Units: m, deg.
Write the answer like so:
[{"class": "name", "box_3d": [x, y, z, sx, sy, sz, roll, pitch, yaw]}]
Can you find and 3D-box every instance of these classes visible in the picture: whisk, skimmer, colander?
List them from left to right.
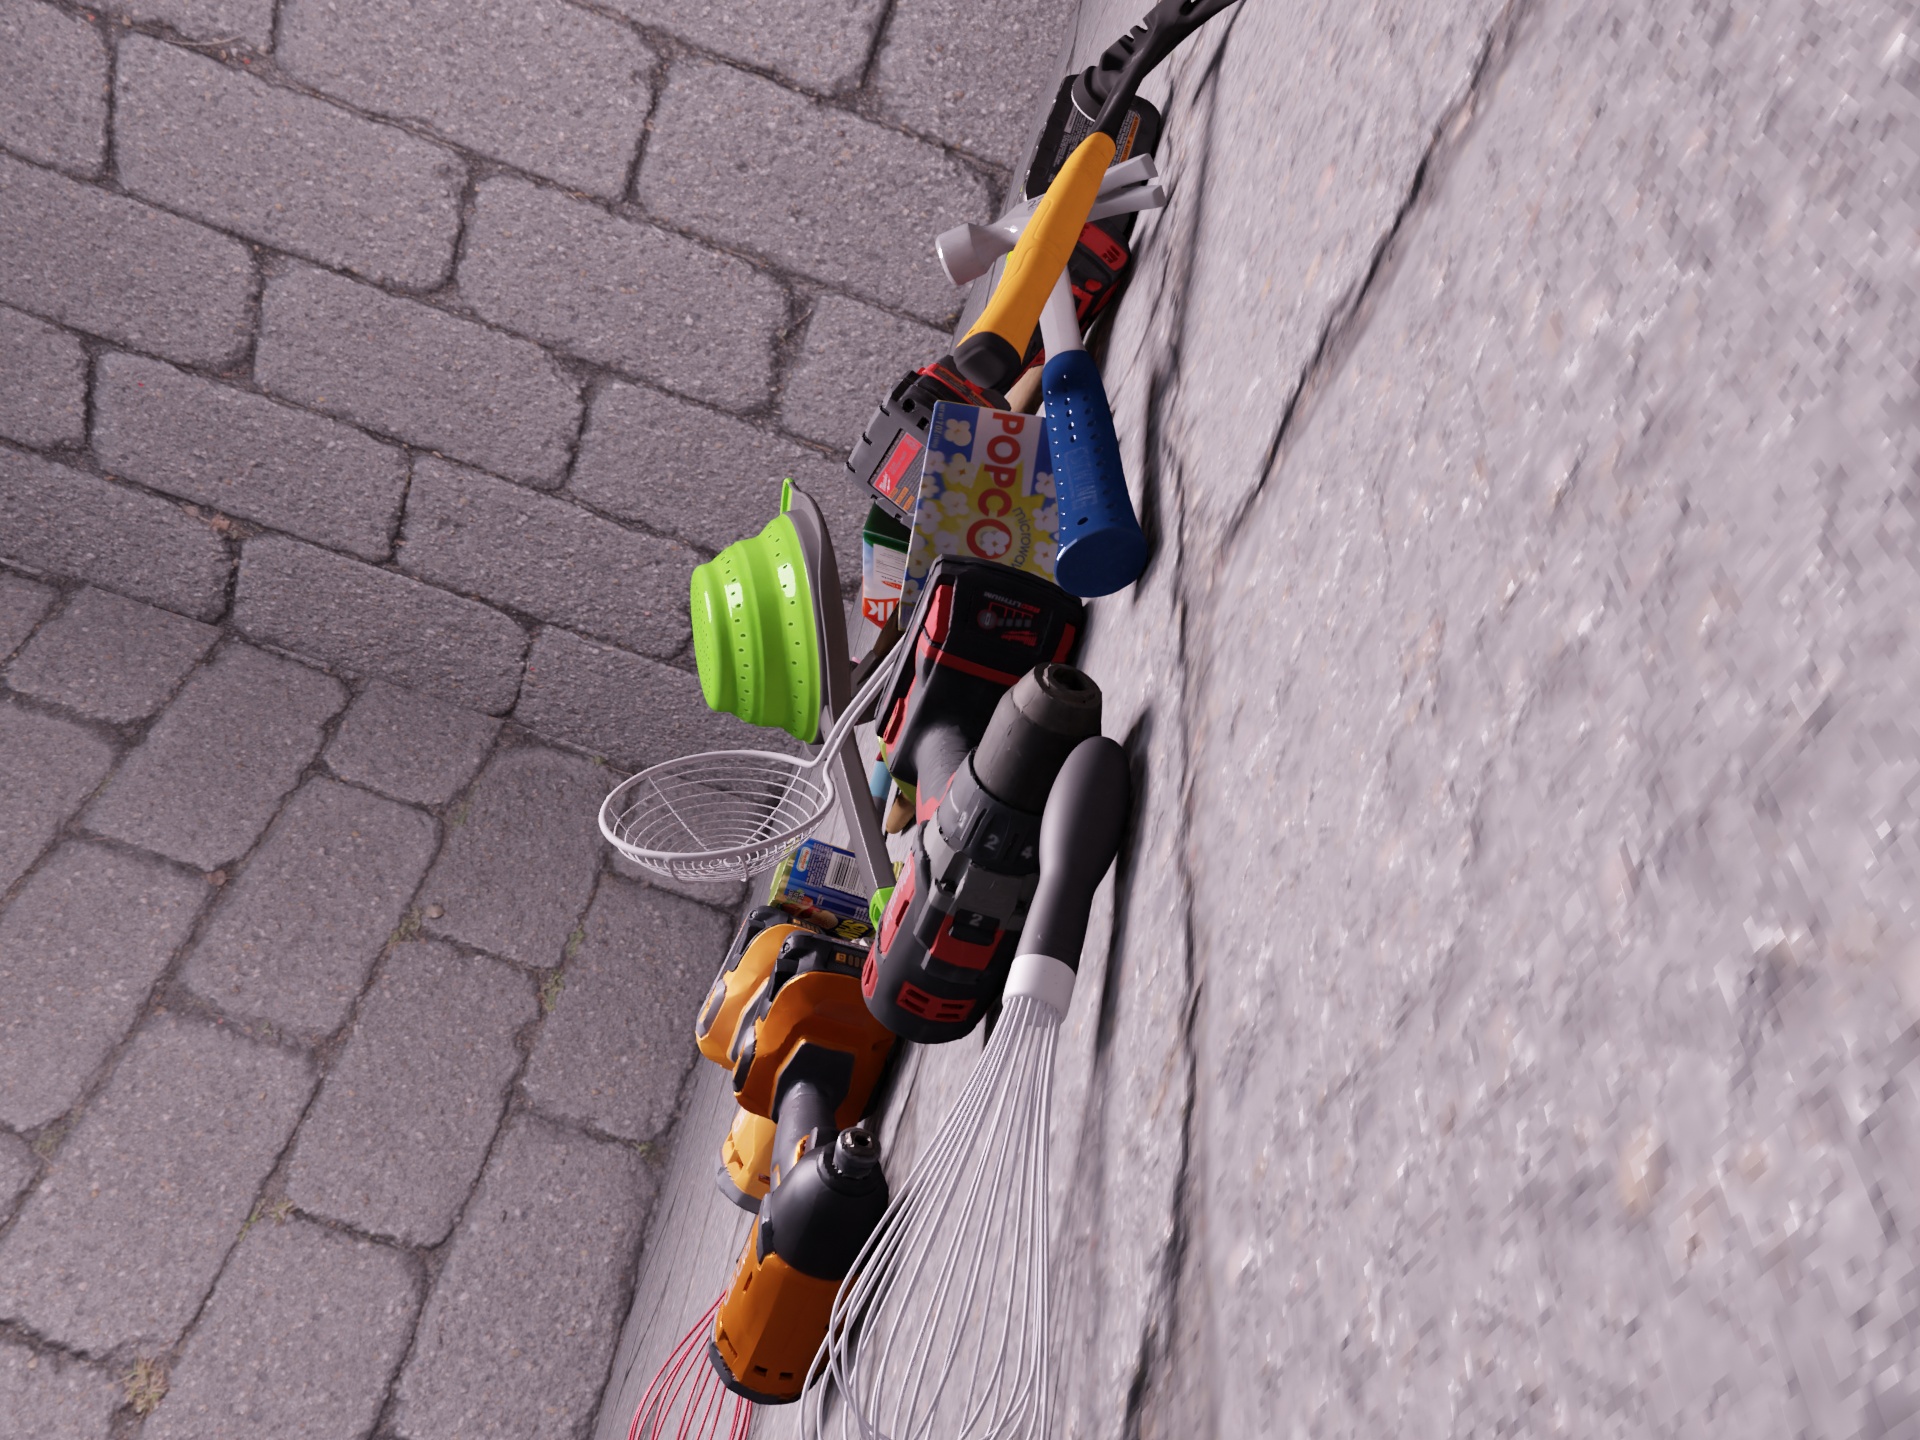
[{"class": "whisk", "box_3d": [-0.144, 0.377, 1.043, 0.073, 0.073, 0.296, 117, 175, -49]}, {"class": "colander", "box_3d": [-0.129, -0.002, 1.151, 0.204, 0.094, 0.398, 103, 155, -51]}, {"class": "skimmer", "box_3d": [-0.051, -0.055, 0.887, 0.363, 0.090, 0.127, -52, 38, -6]}, {"class": "whisk", "box_3d": [0.019, 0.116, 0.514, 0.070, 0.070, 0.285, 118, 173, -53]}]

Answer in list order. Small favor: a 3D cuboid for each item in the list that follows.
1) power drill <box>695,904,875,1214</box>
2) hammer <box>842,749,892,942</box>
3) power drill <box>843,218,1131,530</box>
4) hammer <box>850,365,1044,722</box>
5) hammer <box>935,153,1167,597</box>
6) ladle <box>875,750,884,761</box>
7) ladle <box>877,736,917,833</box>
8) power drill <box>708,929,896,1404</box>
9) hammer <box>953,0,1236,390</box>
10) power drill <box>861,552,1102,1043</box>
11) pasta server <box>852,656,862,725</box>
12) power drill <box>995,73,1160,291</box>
[{"class": "power drill", "box_3d": [-0.111, 0.202, 1.081, 0.185, 0.084, 0.226, -63, 18, 8]}, {"class": "hammer", "box_3d": [-0.076, 0.083, 1.352, 0.128, 0.033, 0.331, 119, 167, -60]}, {"class": "power drill", "box_3d": [0.022, -0.229, 1.051, 0.220, 0.078, 0.143, -54, 4, -28]}, {"class": "hammer", "box_3d": [-0.002, -0.146, 1.183, 0.331, 0.031, 0.130, -61, 19, 6]}, {"class": "hammer", "box_3d": [0.061, -0.197, 0.848, 0.406, 0.144, 0.035, -93, -21, -51]}, {"class": "ladle", "box_3d": [-0.005, -0.106, 1.329, 0.069, 0.031, 0.315, 146, 144, -70]}, {"class": "ladle", "box_3d": [-0.040, 0.048, 1.094, 0.320, 0.062, 0.078, 122, 130, -73]}, {"class": "power drill", "box_3d": [-0.074, 0.215, 0.839, 0.227, 0.084, 0.164, -92, 22, -58]}, {"class": "hammer", "box_3d": [0.071, -0.303, 0.884, 0.127, 0.034, 0.337, -28, 31, 47]}, {"class": "power drill", "box_3d": [0.013, 0.011, 0.726, 0.227, 0.080, 0.187, -87, 17, -55]}, {"class": "pasta server", "box_3d": [-0.047, -0.028, 1.227, 0.060, 0.040, 0.316, -67, 16, -11]}, {"class": "power drill", "box_3d": [0.079, -0.382, 1.211, 0.228, 0.080, 0.191, 128, 162, -75]}]
